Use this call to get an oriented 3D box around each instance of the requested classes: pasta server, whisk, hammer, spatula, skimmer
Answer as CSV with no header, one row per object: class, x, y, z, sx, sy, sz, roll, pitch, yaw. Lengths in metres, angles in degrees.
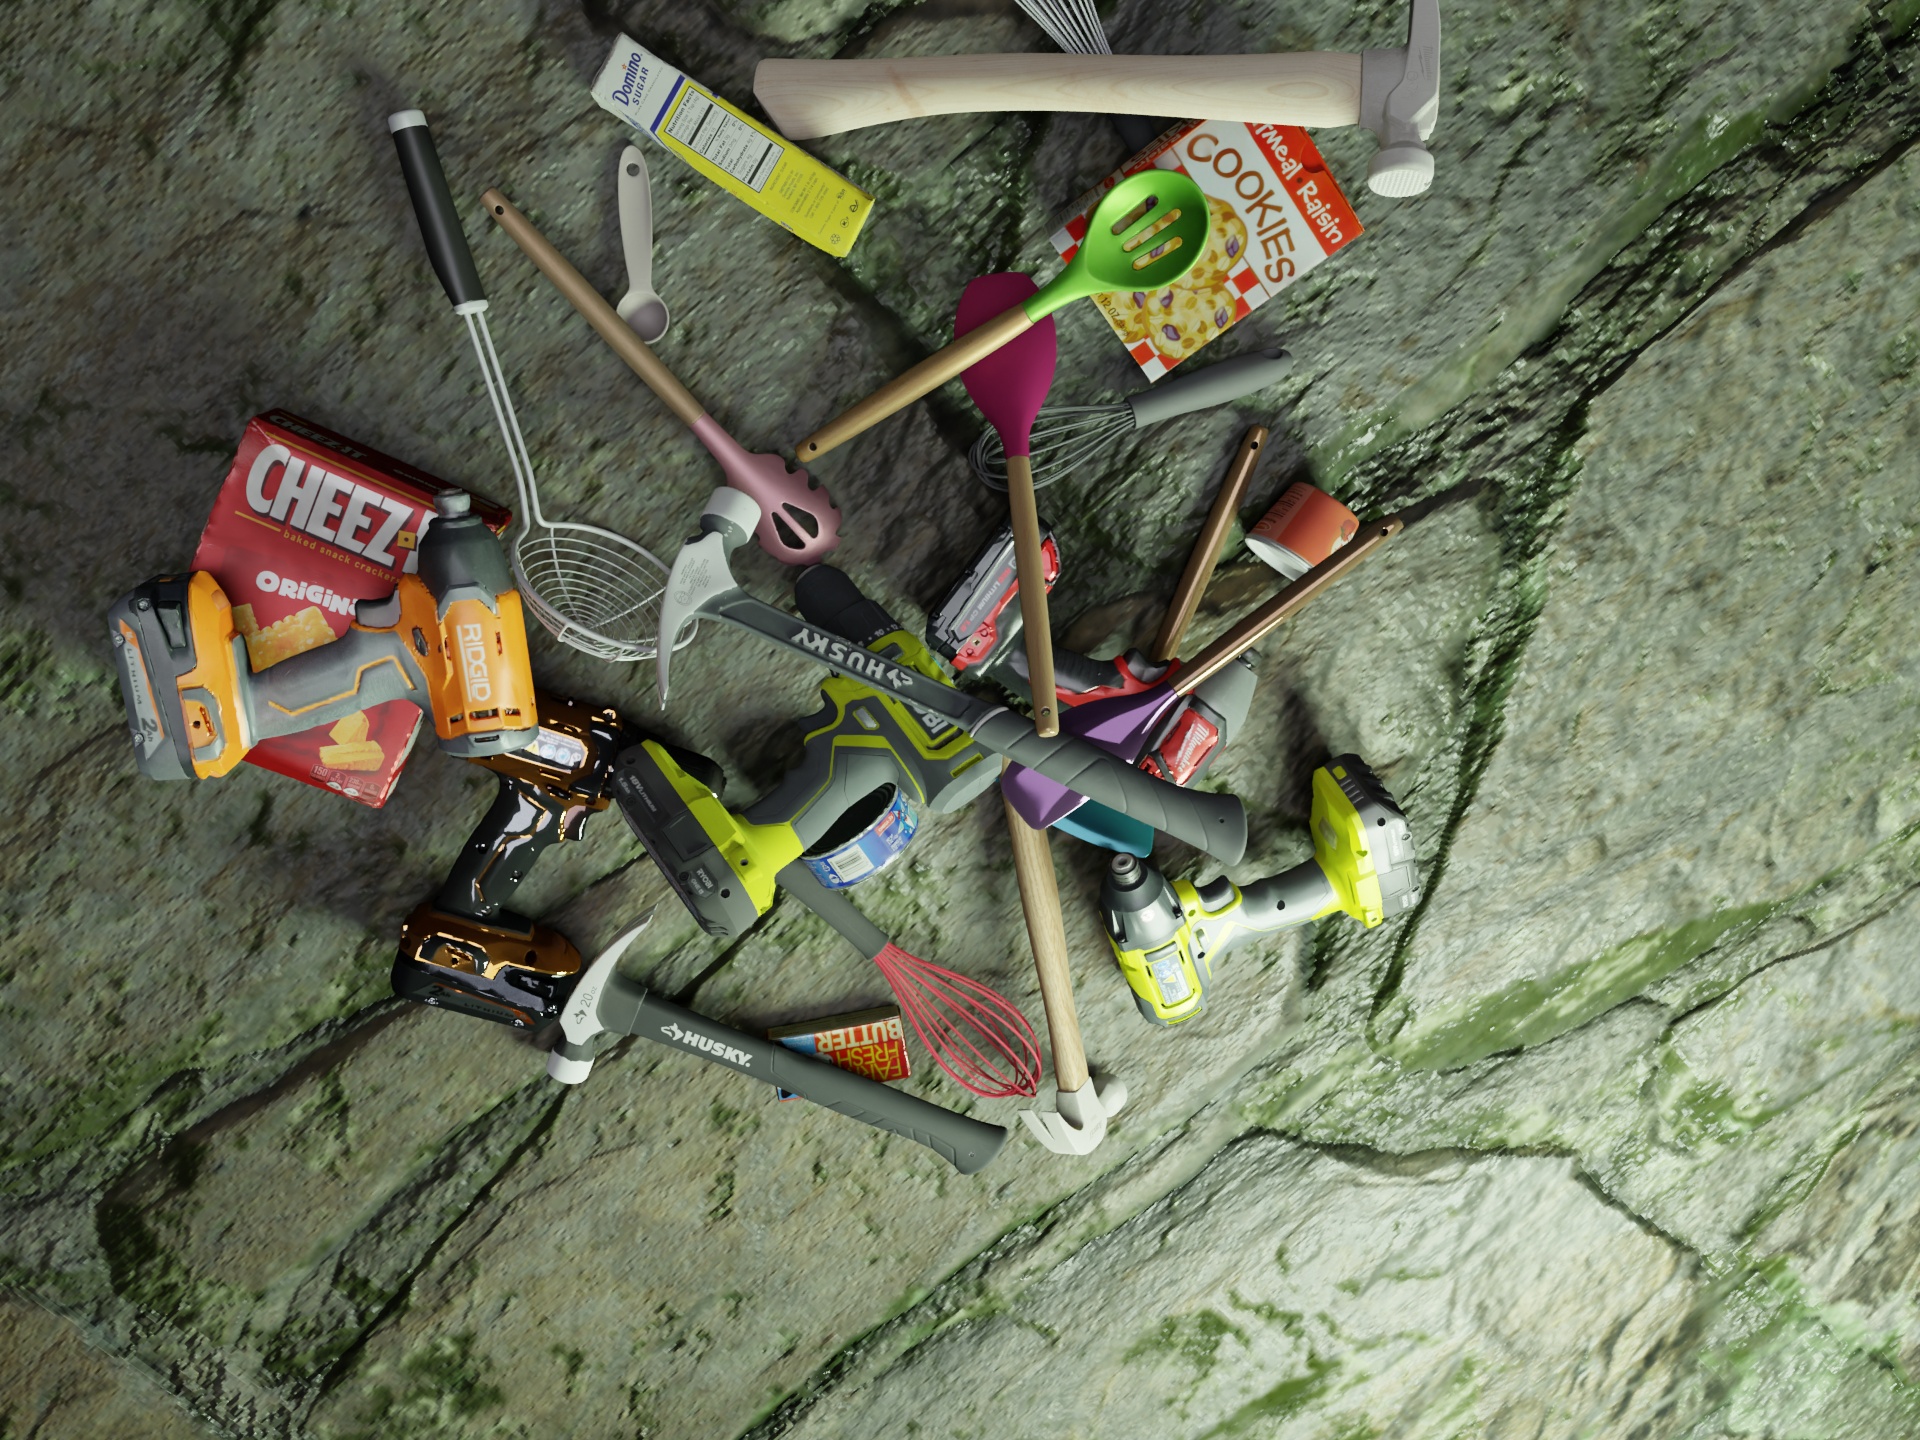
pasta server,-0.190,-0.217,1.033,0.060,0.040,0.316,-41,110,5
whisk,0.119,-0.210,1.088,0.239,0.055,0.055,-20,108,-6
hammer,0.078,-0.395,0.965,0.410,0.038,0.146,3,84,8
whisk,-0.046,0.180,1.169,0.295,0.073,0.073,44,96,-12
spatula,0.159,-0.038,1.052,0.316,0.018,0.059,-37,97,5
spatula,0.154,-0.060,1.136,0.082,0.044,0.317,21,101,-3
skimmer,-0.267,-0.209,1.005,0.090,0.127,0.363,-10,103,27
hammer,-0.123,0.251,1.160,0.334,0.035,0.146,22,106,-5
whisk,0.082,-0.432,1.014,0.070,0.070,0.284,-36,113,3
hammer,-0.002,-0.003,1.017,0.409,0.036,0.149,25,67,-4
hammer,0.062,0.160,1.164,0.031,0.130,0.331,-6,101,27

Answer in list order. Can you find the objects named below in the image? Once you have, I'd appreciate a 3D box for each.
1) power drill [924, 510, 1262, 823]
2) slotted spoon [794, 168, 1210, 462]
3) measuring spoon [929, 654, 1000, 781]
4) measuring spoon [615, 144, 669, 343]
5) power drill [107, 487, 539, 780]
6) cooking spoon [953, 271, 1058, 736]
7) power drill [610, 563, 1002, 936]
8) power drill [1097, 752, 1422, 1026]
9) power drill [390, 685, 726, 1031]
power drill,0.094,-0.043,1.093,0.219,0.078,0.143,38,97,-6
slotted spoon,0.021,-0.253,1.031,0.314,0.031,0.070,-29,99,18
measuring spoon,-0.009,-0.003,1.146,0.042,0.021,0.128,-38,117,5
measuring spoon,-0.209,-0.306,1.029,0.034,0.018,0.124,-3,100,-10
power drill,-0.381,-0.051,0.966,0.226,0.084,0.164,-7,105,-12
cooking spoon,0.040,-0.146,1.032,0.069,0.017,0.319,-7,78,4
power drill,-0.112,0.016,1.053,0.228,0.080,0.191,-34,77,-15
power drill,0.213,0.120,1.158,0.223,0.080,0.171,-25,133,-1
power drill,-0.279,0.095,1.100,0.185,0.084,0.226,18,98,-15
